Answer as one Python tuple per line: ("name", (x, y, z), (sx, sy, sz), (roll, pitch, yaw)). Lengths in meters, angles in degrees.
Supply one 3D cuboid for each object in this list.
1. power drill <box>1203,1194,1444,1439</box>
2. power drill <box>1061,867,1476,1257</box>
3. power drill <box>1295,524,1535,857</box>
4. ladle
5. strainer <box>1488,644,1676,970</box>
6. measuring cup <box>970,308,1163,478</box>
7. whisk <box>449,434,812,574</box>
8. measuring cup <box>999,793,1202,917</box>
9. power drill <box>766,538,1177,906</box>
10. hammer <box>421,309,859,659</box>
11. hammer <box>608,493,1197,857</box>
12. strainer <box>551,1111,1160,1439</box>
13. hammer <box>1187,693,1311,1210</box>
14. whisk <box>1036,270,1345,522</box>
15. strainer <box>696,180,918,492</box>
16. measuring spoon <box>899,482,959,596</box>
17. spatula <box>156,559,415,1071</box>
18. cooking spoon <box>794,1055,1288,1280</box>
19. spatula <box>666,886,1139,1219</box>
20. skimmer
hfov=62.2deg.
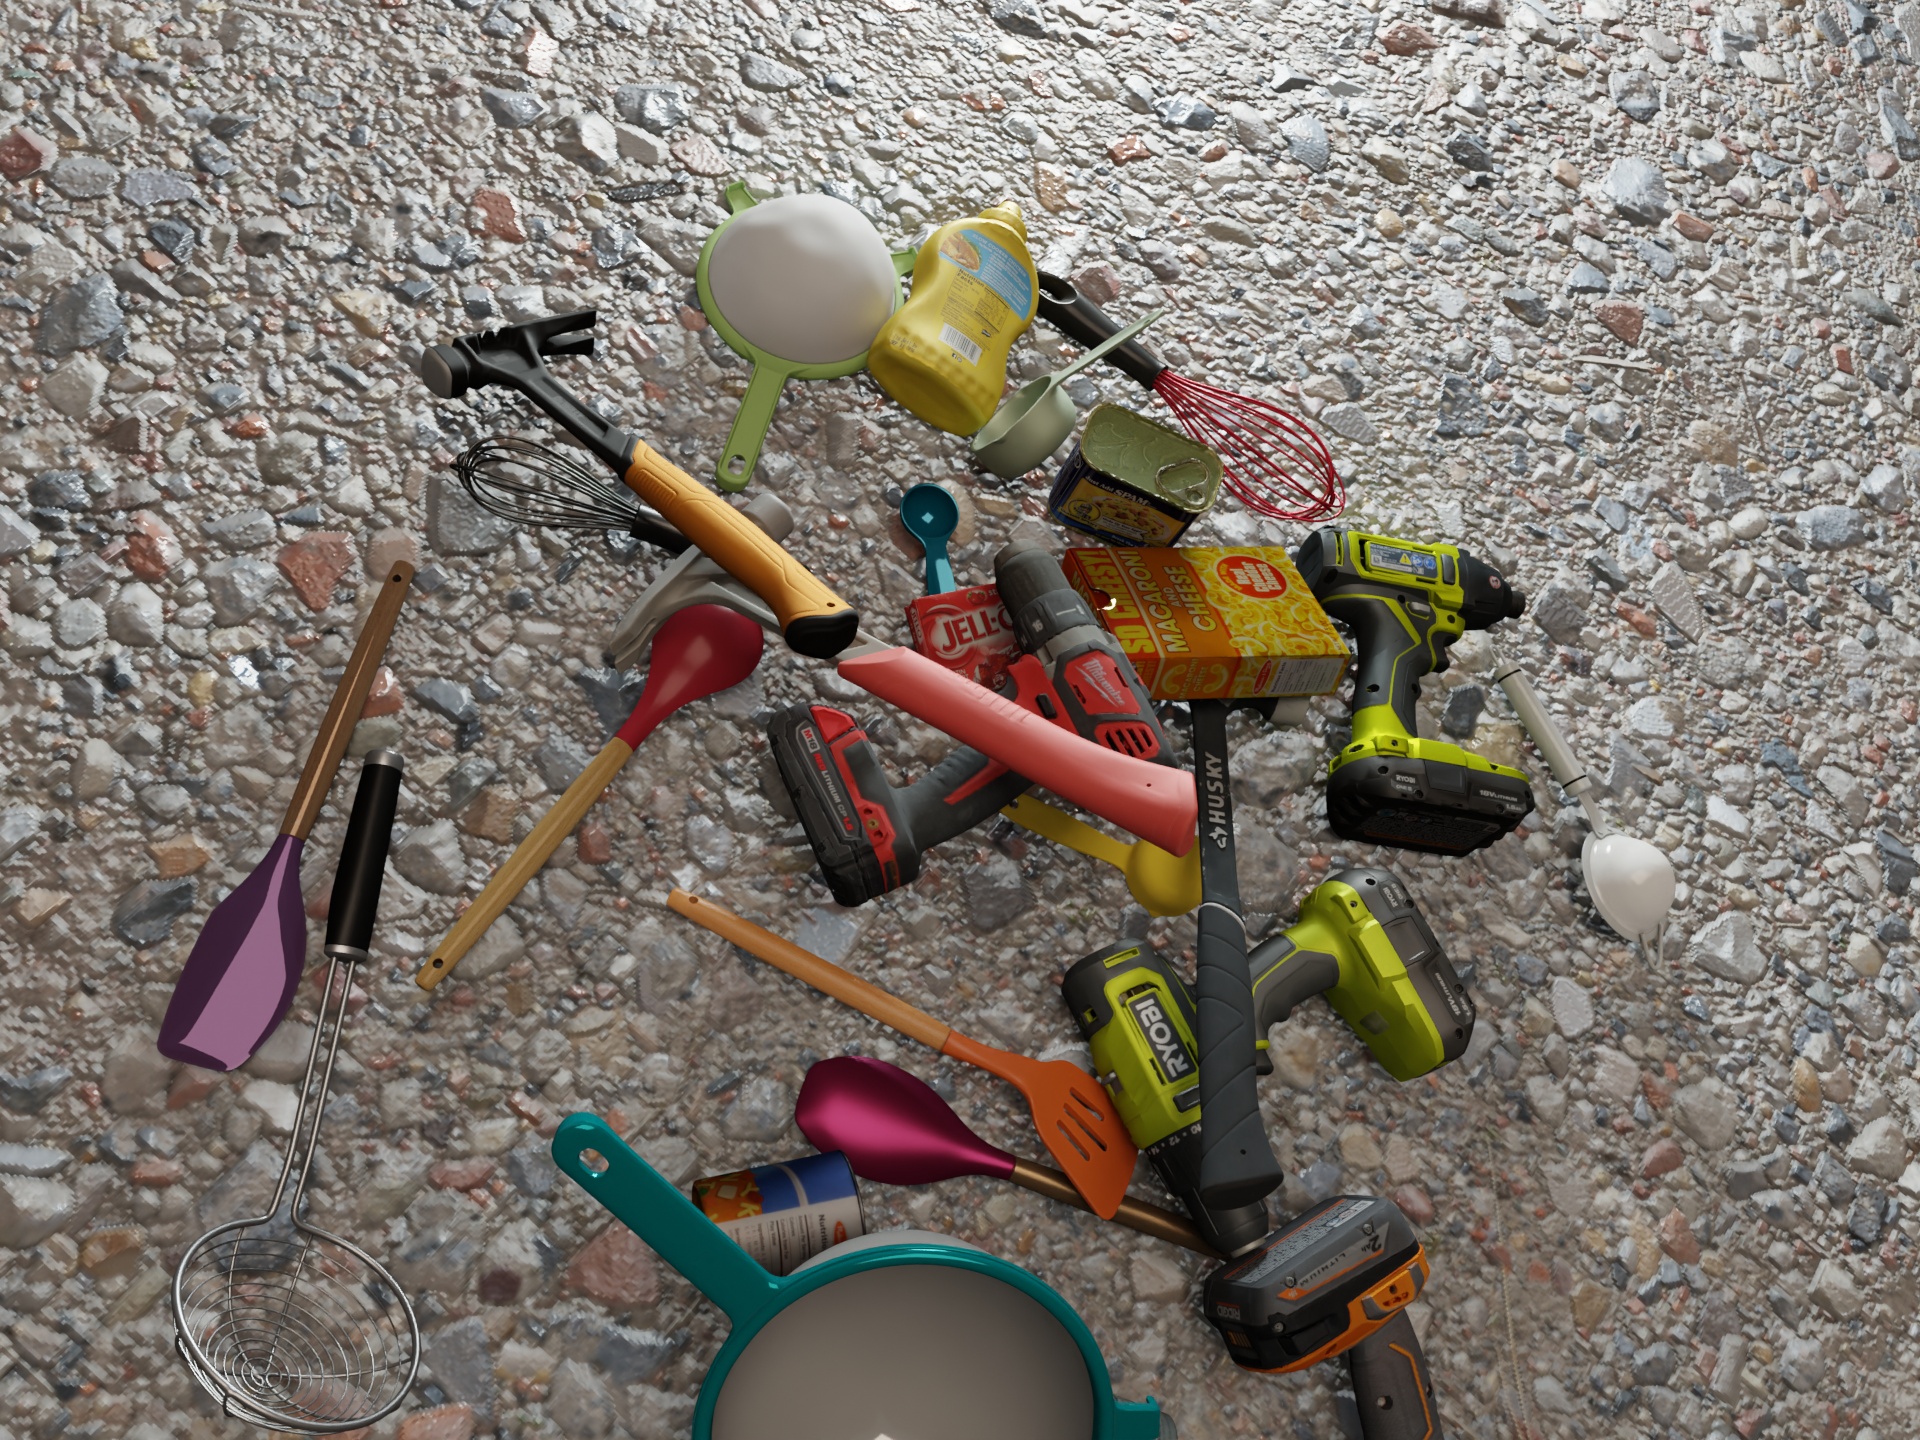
("power drill", (0.228, 0.406, 0.900), (0.164, 0.084, 0.226), (-24, 85, -24))
("power drill", (0.197, 0.202, 0.980), (0.228, 0.080, 0.191), (-19, 69, -21))
("power drill", (0.328, -0.025, 1.121), (0.171, 0.080, 0.223), (10, 63, -12))
("ladle", (-0.221, 0.034, 0.961), (0.069, 0.031, 0.315), (36, 64, 0))
("strainer", (0.449, 0.054, 1.143), (0.087, 0.050, 0.259), (-12, 68, -37))
("measuring cup", (0.080, -0.221, 1.087), (0.038, 0.167, 0.083), (47, 33, -20))
("whisk", (-0.208, -0.127, 1.023), (0.239, 0.055, 0.055), (19, 64, -14))
("measuring cup", (0.094, 0.077, 1.032), (0.156, 0.029, 0.062), (24, 63, -7))
("power drill", (-0.002, -0.003, 0.977), (0.226, 0.080, 0.188), (-22, 66, -8))
("hammer", (-0.180, -0.148, 0.971), (0.337, 0.034, 0.127), (40, 45, 23))
("hammer", (-0.027, -0.012, 0.915), (0.359, 0.036, 0.149), (28, 61, 22))
("strainer", (-0.075, 0.302, 0.813), (0.211, 0.095, 0.340), (-43, 102, 4))
("hammer", (0.152, 0.104, 0.960), (0.149, 0.036, 0.409), (11, 44, -5))
("whisk", (0.162, -0.241, 1.174), (0.296, 0.073, 0.073), (39, 63, 10))
("strainer", (-0.119, -0.274, 1.095), (0.151, 0.069, 0.256), (19, 62, -8))
("measuring spoon", (-0.017, -0.098, 1.085), (0.042, 0.021, 0.129), (-4, 78, -19))
("spatula", (-0.372, 0.045, 0.914), (0.059, 0.018, 0.316), (17, 65, -10))
("cooking spoon", (0.054, 0.274, 0.944), (0.319, 0.017, 0.069), (22, 60, -7))
("spatula", (-0.033, 0.185, 0.949), (0.322, 0.041, 0.081), (28, 43, 3))
("skimmer", (-0.320, 0.176, 0.835), (0.127, 0.090, 0.364), (27, 55, -41))
